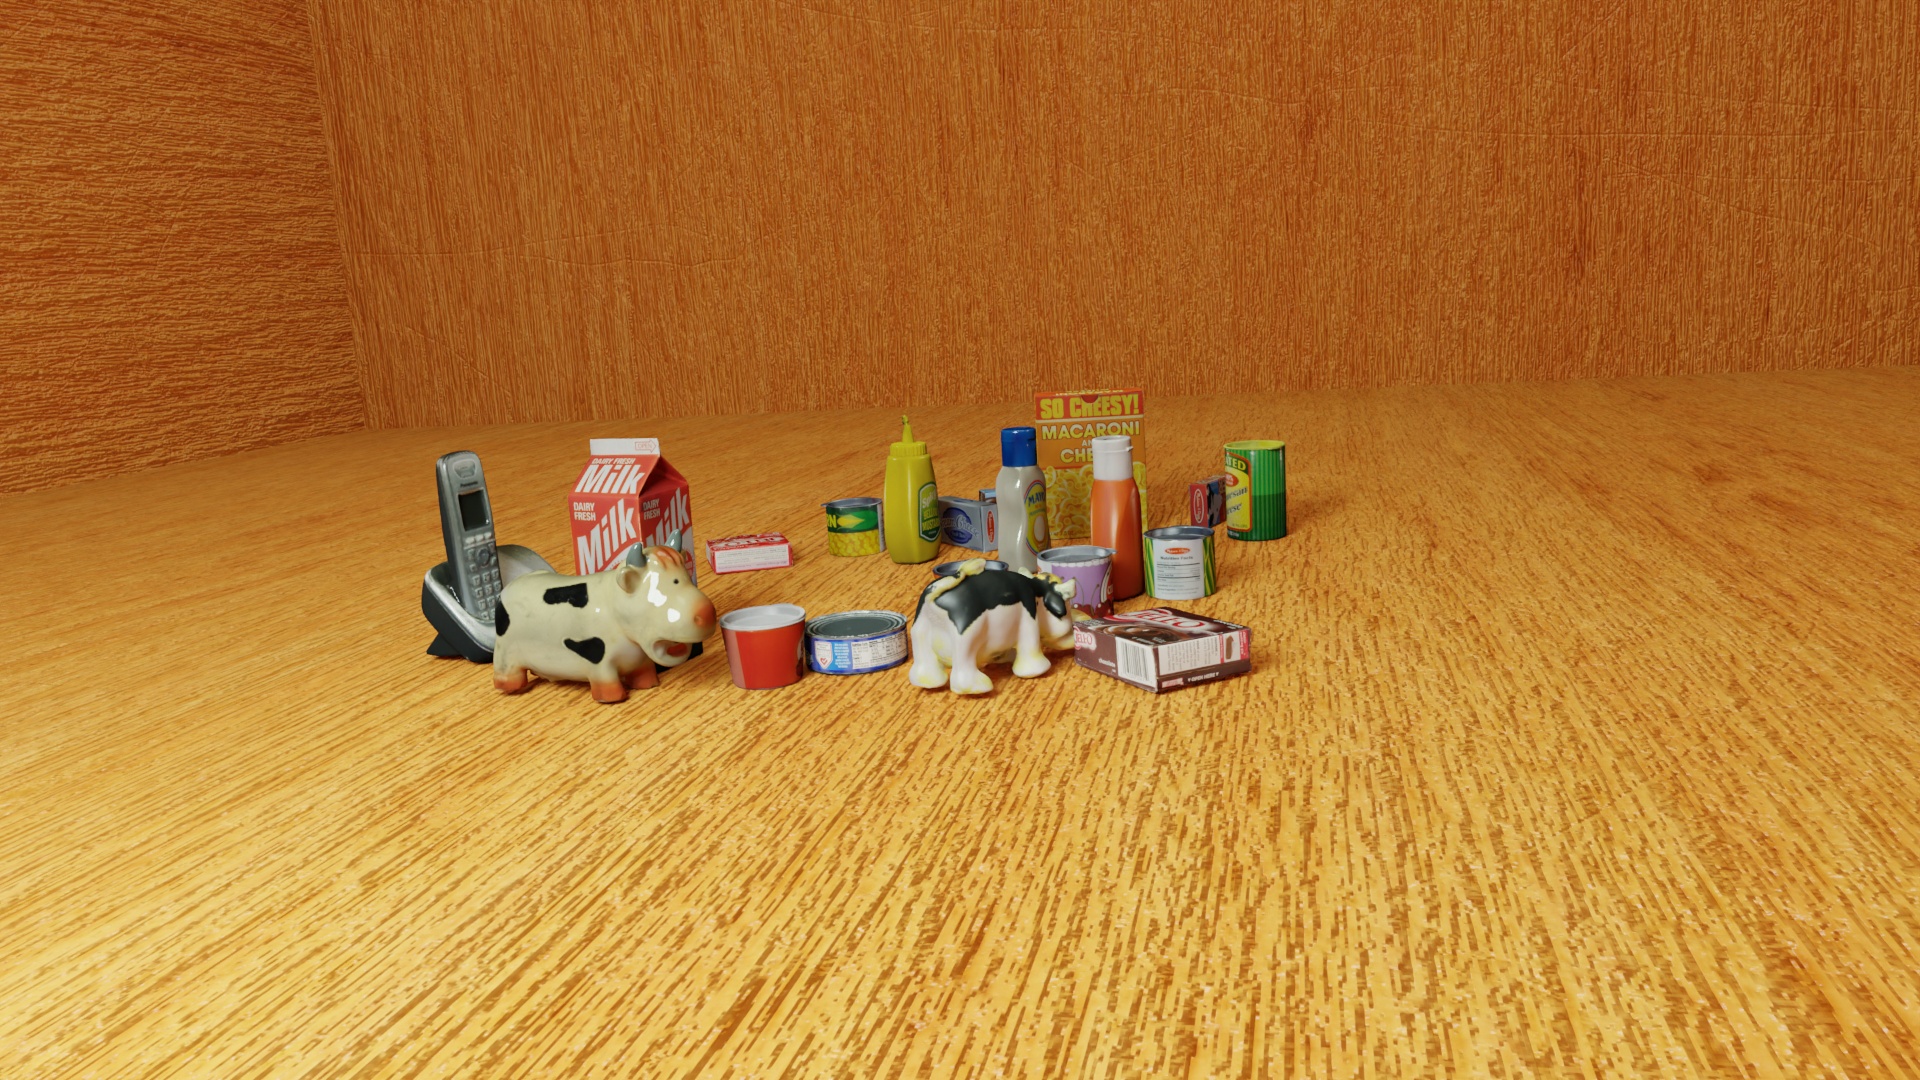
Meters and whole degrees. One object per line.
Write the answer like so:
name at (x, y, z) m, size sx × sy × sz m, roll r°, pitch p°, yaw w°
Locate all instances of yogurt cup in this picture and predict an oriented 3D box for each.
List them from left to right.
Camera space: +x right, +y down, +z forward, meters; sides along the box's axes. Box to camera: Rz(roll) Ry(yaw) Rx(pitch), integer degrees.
yogurt cup at (-0.153, 0.084, 1.088) m, size 0.072 × 0.053 × 0.072 m, roll -4°, pitch 11°, yaw 1°

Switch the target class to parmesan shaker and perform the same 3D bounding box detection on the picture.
parmesan shaker at (0.325, -0.055, 1.524) m, size 0.071 × 0.103 × 0.071 m, roll -4°, pitch 10°, yaw 1°

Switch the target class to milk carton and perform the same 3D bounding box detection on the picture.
milk carton at (-0.270, 0.010, 1.153) m, size 0.072 × 0.190 × 0.074 m, roll 1°, pitch 11°, yaw 24°

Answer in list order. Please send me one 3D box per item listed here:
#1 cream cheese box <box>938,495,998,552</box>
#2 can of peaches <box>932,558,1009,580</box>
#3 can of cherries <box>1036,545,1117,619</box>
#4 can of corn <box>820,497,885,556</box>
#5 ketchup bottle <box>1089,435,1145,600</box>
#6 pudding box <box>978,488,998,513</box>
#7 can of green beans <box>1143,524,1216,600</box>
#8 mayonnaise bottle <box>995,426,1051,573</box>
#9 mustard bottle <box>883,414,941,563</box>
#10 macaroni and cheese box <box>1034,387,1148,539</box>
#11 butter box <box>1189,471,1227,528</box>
cream cheese box at (0.006, -0.020, 1.582) m, size 0.024 × 0.053 × 0.104 m, roll -10°, pitch 12°, yaw -31°
can of peaches at (0.011, 0.050, 1.198) m, size 0.071 × 0.058 × 0.071 m, roll -4°, pitch 10°, yaw 1°
can of cherries at (0.104, 0.039, 1.225) m, size 0.071 × 0.058 × 0.071 m, roll -4°, pitch 10°, yaw 1°
can of corn at (-0.122, -0.016, 1.589) m, size 0.071 × 0.058 × 0.071 m, roll -4°, pitch 10°, yaw 1°
ketchup bottle at (0.145, -0.022, 1.291) m, size 0.043 × 0.148 × 0.065 m, roll 2°, pitch 12°, yaw 31°
pudding box at (0.065, -0.040, 1.677) m, size 0.084 × 0.049 × 0.030 m, roll -6°, pitch 11°, yaw -12°
can of green beans at (0.204, 0.020, 1.291) m, size 0.071 × 0.057 × 0.071 m, roll -4°, pitch 11°, yaw 1°
mayonnaise bottle at (0.063, -0.041, 1.421) m, size 0.041 × 0.147 × 0.065 m, roll 4°, pitch 13°, yaw 37°
mustard bottle at (-0.054, -0.056, 1.507) m, size 0.049 × 0.160 × 0.065 m, roll 2°, pitch 12°, yaw 28°
macaroni and cheese box at (0.150, -0.088, 1.589) m, size 0.124 × 0.166 × 0.040 m, roll -3°, pitch 10°, yaw 1°
butter box at (0.299, -0.048, 1.633) m, size 0.024 × 0.053 × 0.104 m, roll 3°, pitch 12°, yaw 32°
